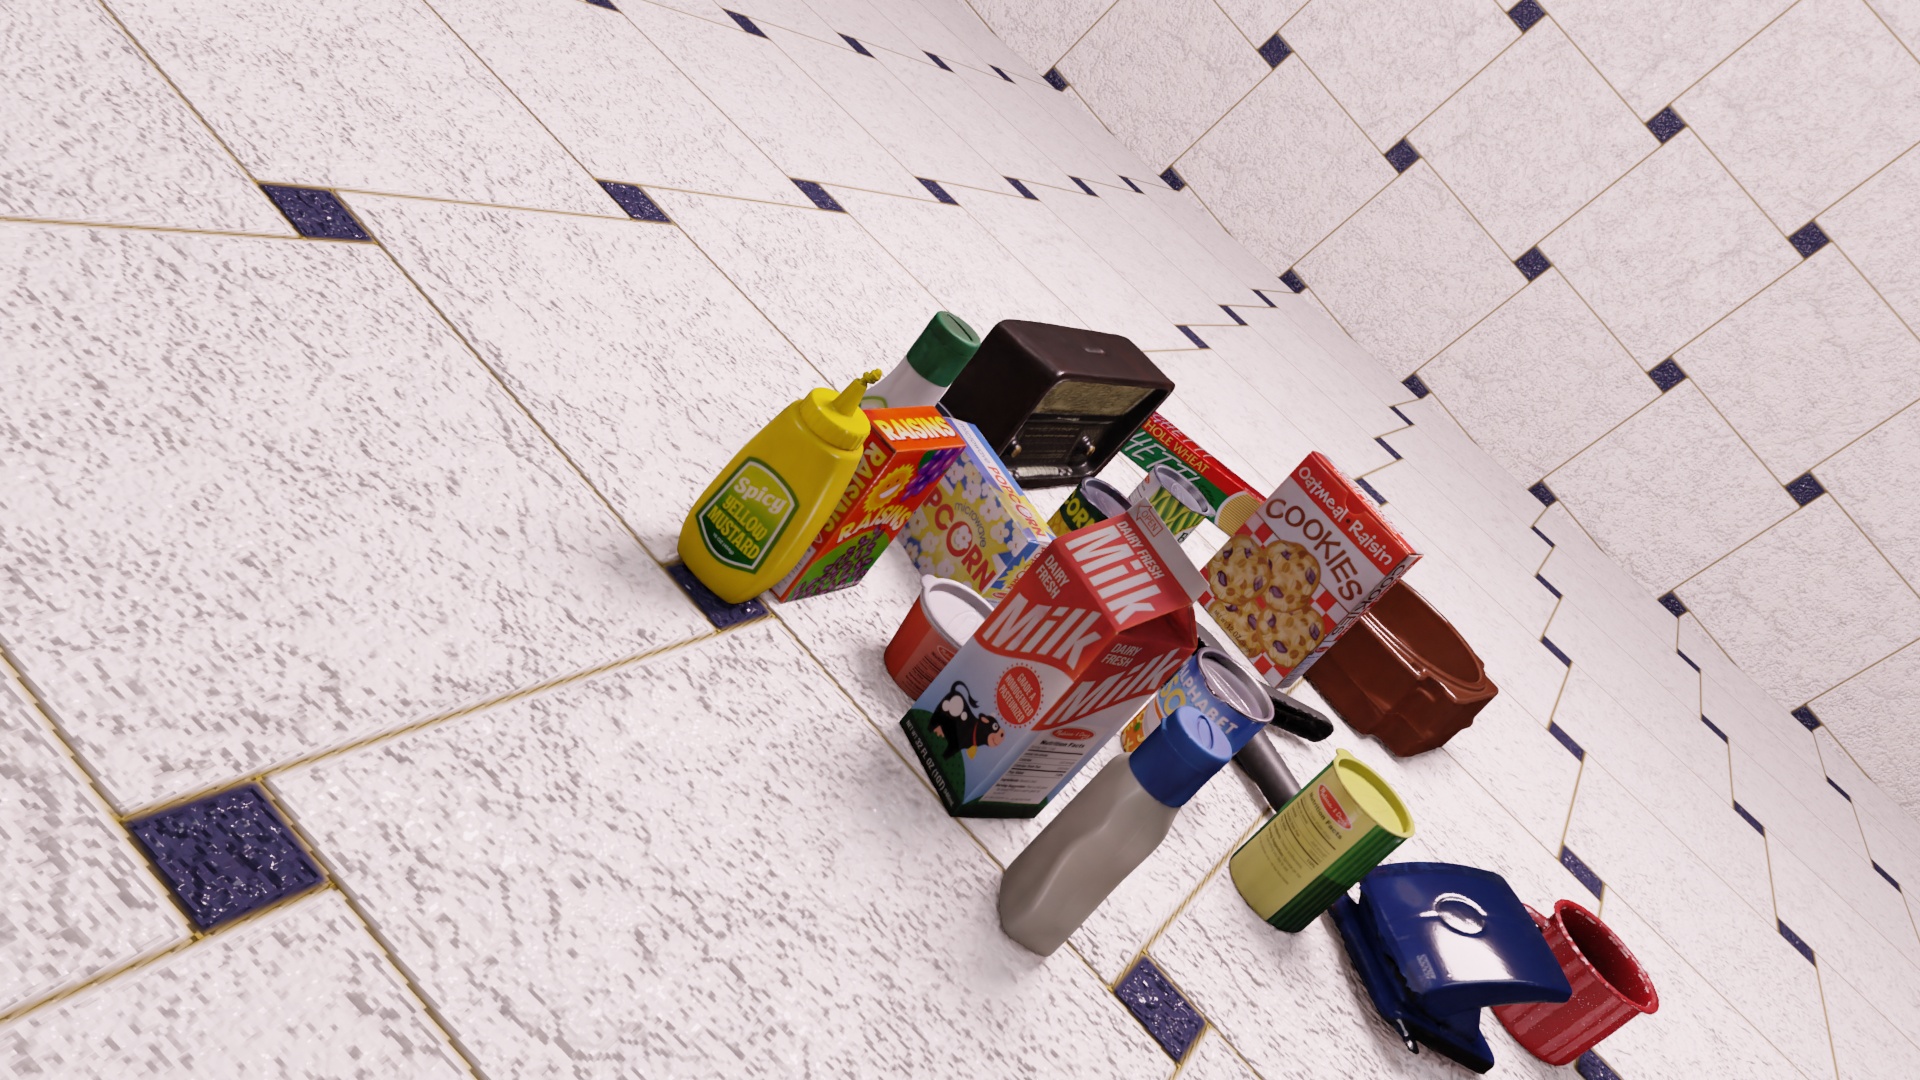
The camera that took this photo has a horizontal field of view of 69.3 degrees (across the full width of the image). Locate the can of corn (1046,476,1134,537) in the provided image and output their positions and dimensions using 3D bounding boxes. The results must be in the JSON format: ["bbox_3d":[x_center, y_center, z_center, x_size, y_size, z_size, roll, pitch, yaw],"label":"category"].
[{"bbox_3d":[0.105,-0.009,1.121,0.071,0.058,0.071,32,25,-17],"label":"can of corn"}]

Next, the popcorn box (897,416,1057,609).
[{"bbox_3d":[0.003,-0.012,0.951,0.038,0.085,0.127,11,37,-47],"label":"popcorn box"}]

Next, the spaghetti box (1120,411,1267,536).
[{"bbox_3d":[0.214,-0.085,1.414,0.250,0.050,0.029,37,24,-4],"label":"spaghetti box"}]

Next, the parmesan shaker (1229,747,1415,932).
[{"bbox_3d":[0.230,0.194,0.895,0.071,0.102,0.071,32,25,-17],"label":"parmesan shaker"}]

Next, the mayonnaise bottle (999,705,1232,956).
[{"bbox_3d":[0.077,0.146,0.709,0.041,0.147,0.065,35,24,-10],"label":"mayonnaise bottle"}]

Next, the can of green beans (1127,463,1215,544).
[{"bbox_3d":[0.184,-0.026,1.261,0.071,0.057,0.071,32,25,-17],"label":"can of green beans"}]

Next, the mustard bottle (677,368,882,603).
[{"bbox_3d":[-0.094,-0.037,0.766,0.065,0.159,0.049,42,24,6],"label":"mustard bottle"}]

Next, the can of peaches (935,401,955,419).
[{"bbox_3d":[-0.044,-0.076,1.027,0.071,0.058,0.071,32,25,-17],"label":"can of peaches"}]

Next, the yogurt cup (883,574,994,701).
[{"bbox_3d":[-0.009,0.065,0.839,0.072,0.053,0.073,32,25,-17],"label":"yogurt cup"}]

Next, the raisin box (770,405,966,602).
[{"bbox_3d":[-0.062,-0.023,0.833,0.040,0.123,0.086,47,25,17],"label":"raisin box"}]

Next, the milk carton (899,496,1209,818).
[{"bbox_3d":[0.058,0.066,0.766,0.073,0.189,0.072,14,35,-44],"label":"milk carton"}]

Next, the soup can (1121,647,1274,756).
[{"bbox_3d":[0.157,0.124,0.936,0.071,0.083,0.072,32,25,-17],"label":"soup can"}]

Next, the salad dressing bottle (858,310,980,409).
[{"bbox_3d":[-0.043,-0.089,0.942,0.064,0.147,0.044,50,26,23],"label":"salad dressing bottle"}]

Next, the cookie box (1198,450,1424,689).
[{"bbox_3d":[0.292,0.026,1.191,0.040,0.166,0.123,3,43,-53],"label":"cookie box"}]
